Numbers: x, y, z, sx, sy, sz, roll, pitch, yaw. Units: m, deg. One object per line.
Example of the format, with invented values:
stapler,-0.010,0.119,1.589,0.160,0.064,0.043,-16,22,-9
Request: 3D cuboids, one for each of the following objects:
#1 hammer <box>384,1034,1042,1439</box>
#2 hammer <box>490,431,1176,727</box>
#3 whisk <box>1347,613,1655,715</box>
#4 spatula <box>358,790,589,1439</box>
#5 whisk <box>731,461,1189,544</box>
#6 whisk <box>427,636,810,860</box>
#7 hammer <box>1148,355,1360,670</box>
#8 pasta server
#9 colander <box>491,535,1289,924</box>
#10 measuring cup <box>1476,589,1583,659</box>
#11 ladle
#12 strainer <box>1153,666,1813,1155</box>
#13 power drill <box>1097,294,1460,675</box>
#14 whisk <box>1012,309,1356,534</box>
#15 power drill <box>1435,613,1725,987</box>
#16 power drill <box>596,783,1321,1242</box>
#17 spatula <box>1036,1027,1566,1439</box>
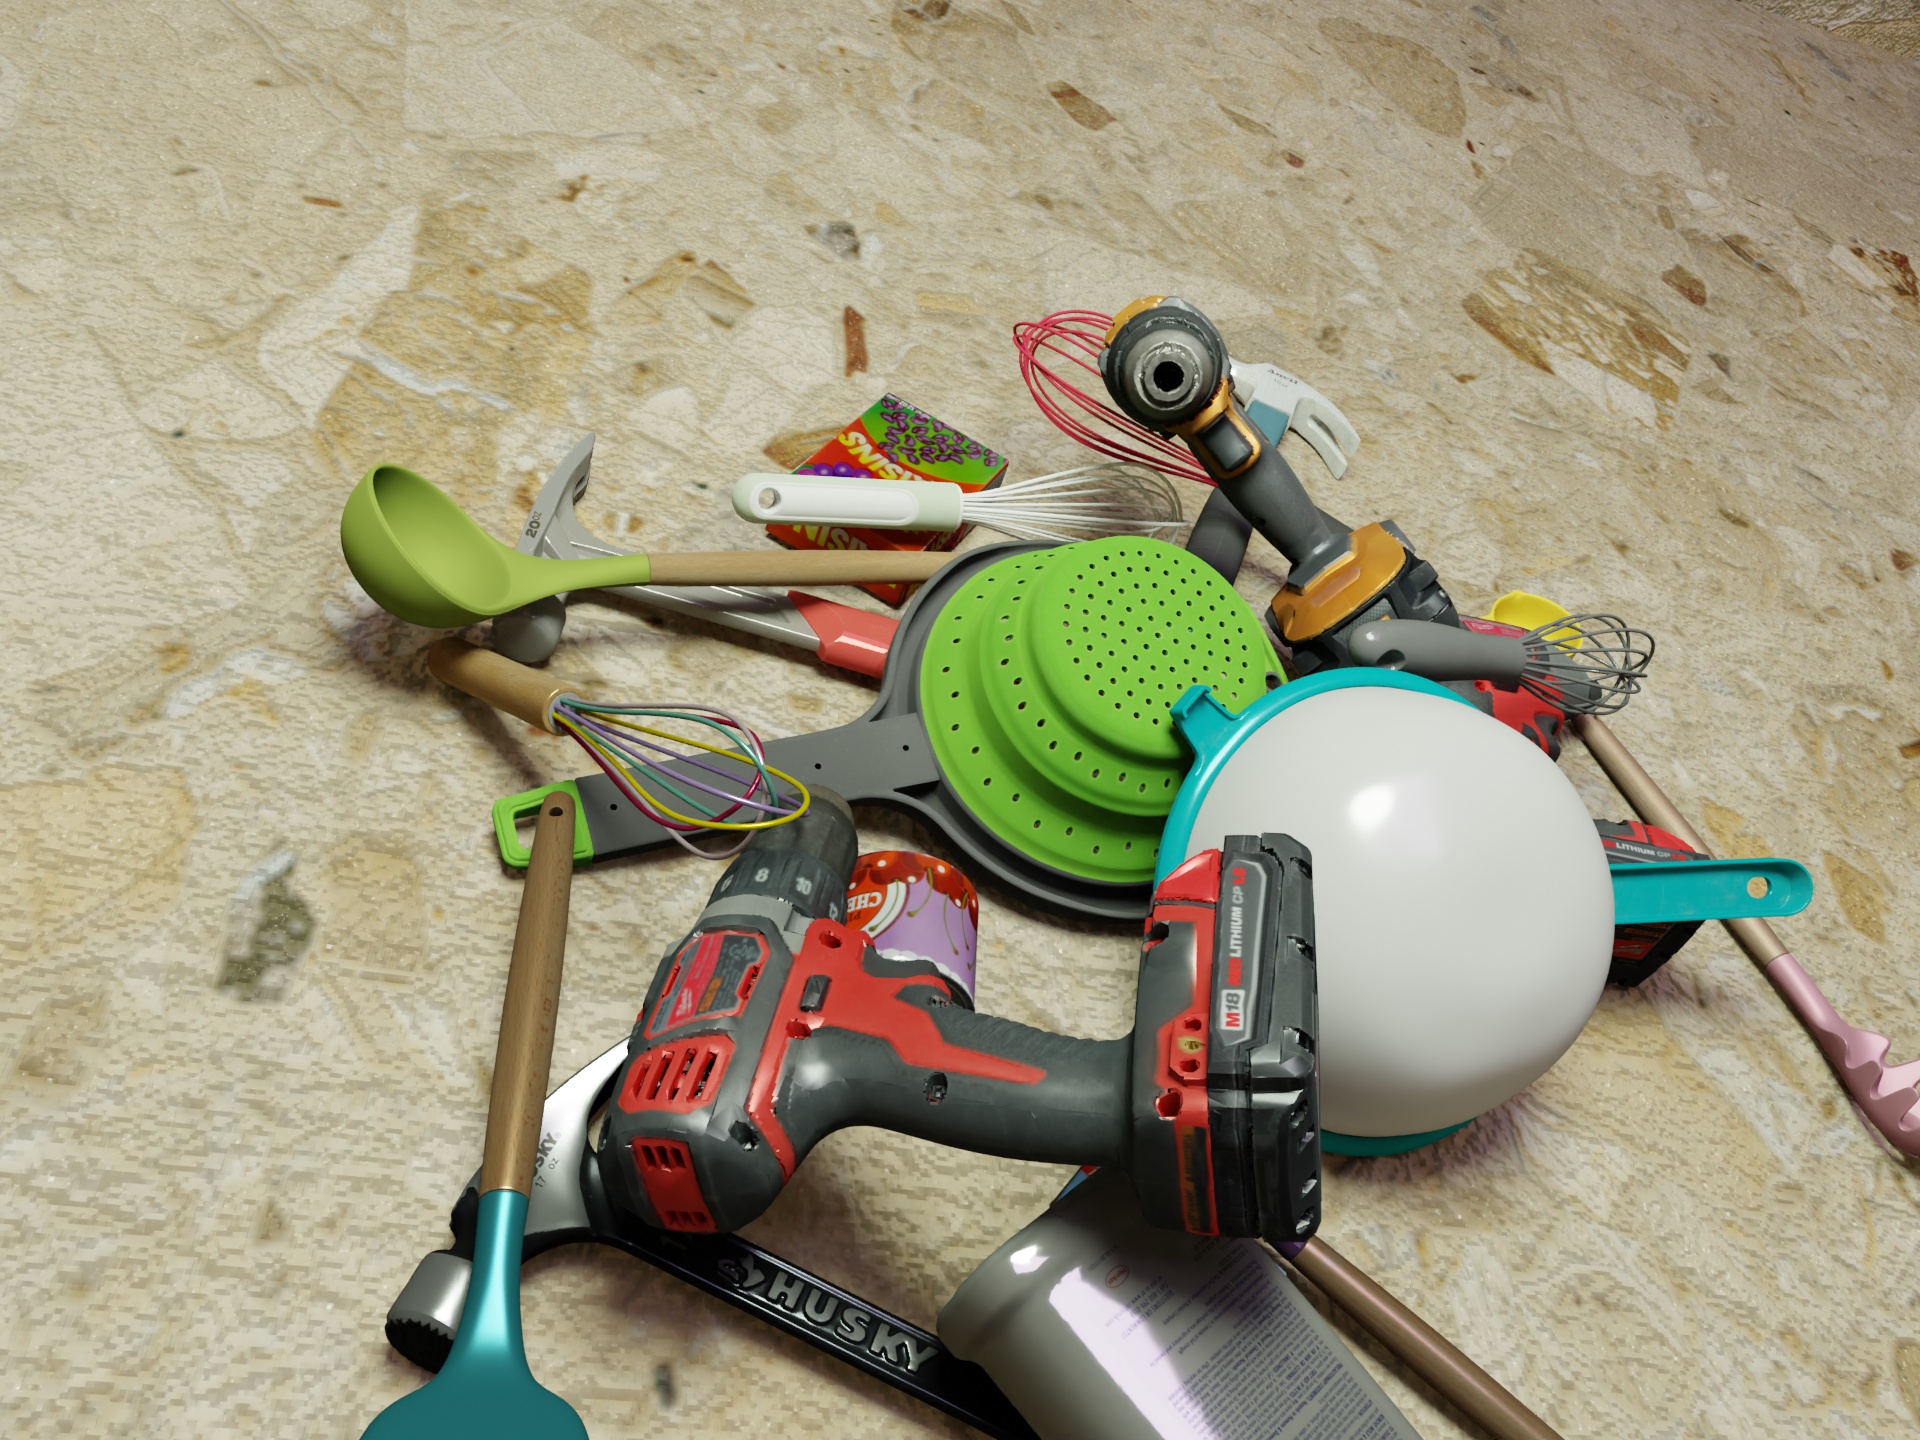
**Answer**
hammer,0.023,0.235,0.548,0.409,0.036,0.149,26,41,2
hammer,-0.041,-0.044,0.800,0.359,0.036,0.149,16,43,-8
whisk,0.268,-0.031,0.776,0.238,0.055,0.055,2,45,-39
spatula,-0.145,0.129,0.522,0.082,0.044,0.318,3,41,-11
whisk,0.005,-0.109,0.820,0.246,0.057,0.059,0,12,-18
whisk,-0.148,0.002,0.632,0.245,0.051,0.047,20,56,41
hammer,0.169,-0.136,0.987,0.128,0.033,0.331,25,42,3
pasta server,0.428,0.103,0.856,0.060,0.040,0.317,7,42,-35
colander,-0.001,-0.002,0.700,0.397,0.094,0.205,-11,68,-23
measuring cup,0.301,-0.046,0.967,0.156,0.029,0.062,-4,48,-12
ladle,-0.118,-0.079,0.737,0.320,0.062,0.078,-3,49,-29
strainer,0.253,0.079,0.675,0.340,0.095,0.211,0,86,-18
power drill,0.151,-0.116,0.796,0.226,0.084,0.185,50,14,-8
whisk,0.154,-0.145,0.917,0.296,0.073,0.073,34,42,-3
power drill,0.307,0.029,0.853,0.143,0.078,0.220,10,41,-15
power drill,0.006,0.088,0.542,0.227,0.080,0.188,-2,35,13
spatula,0.152,0.221,0.618,0.316,0.059,0.018,38,86,11
